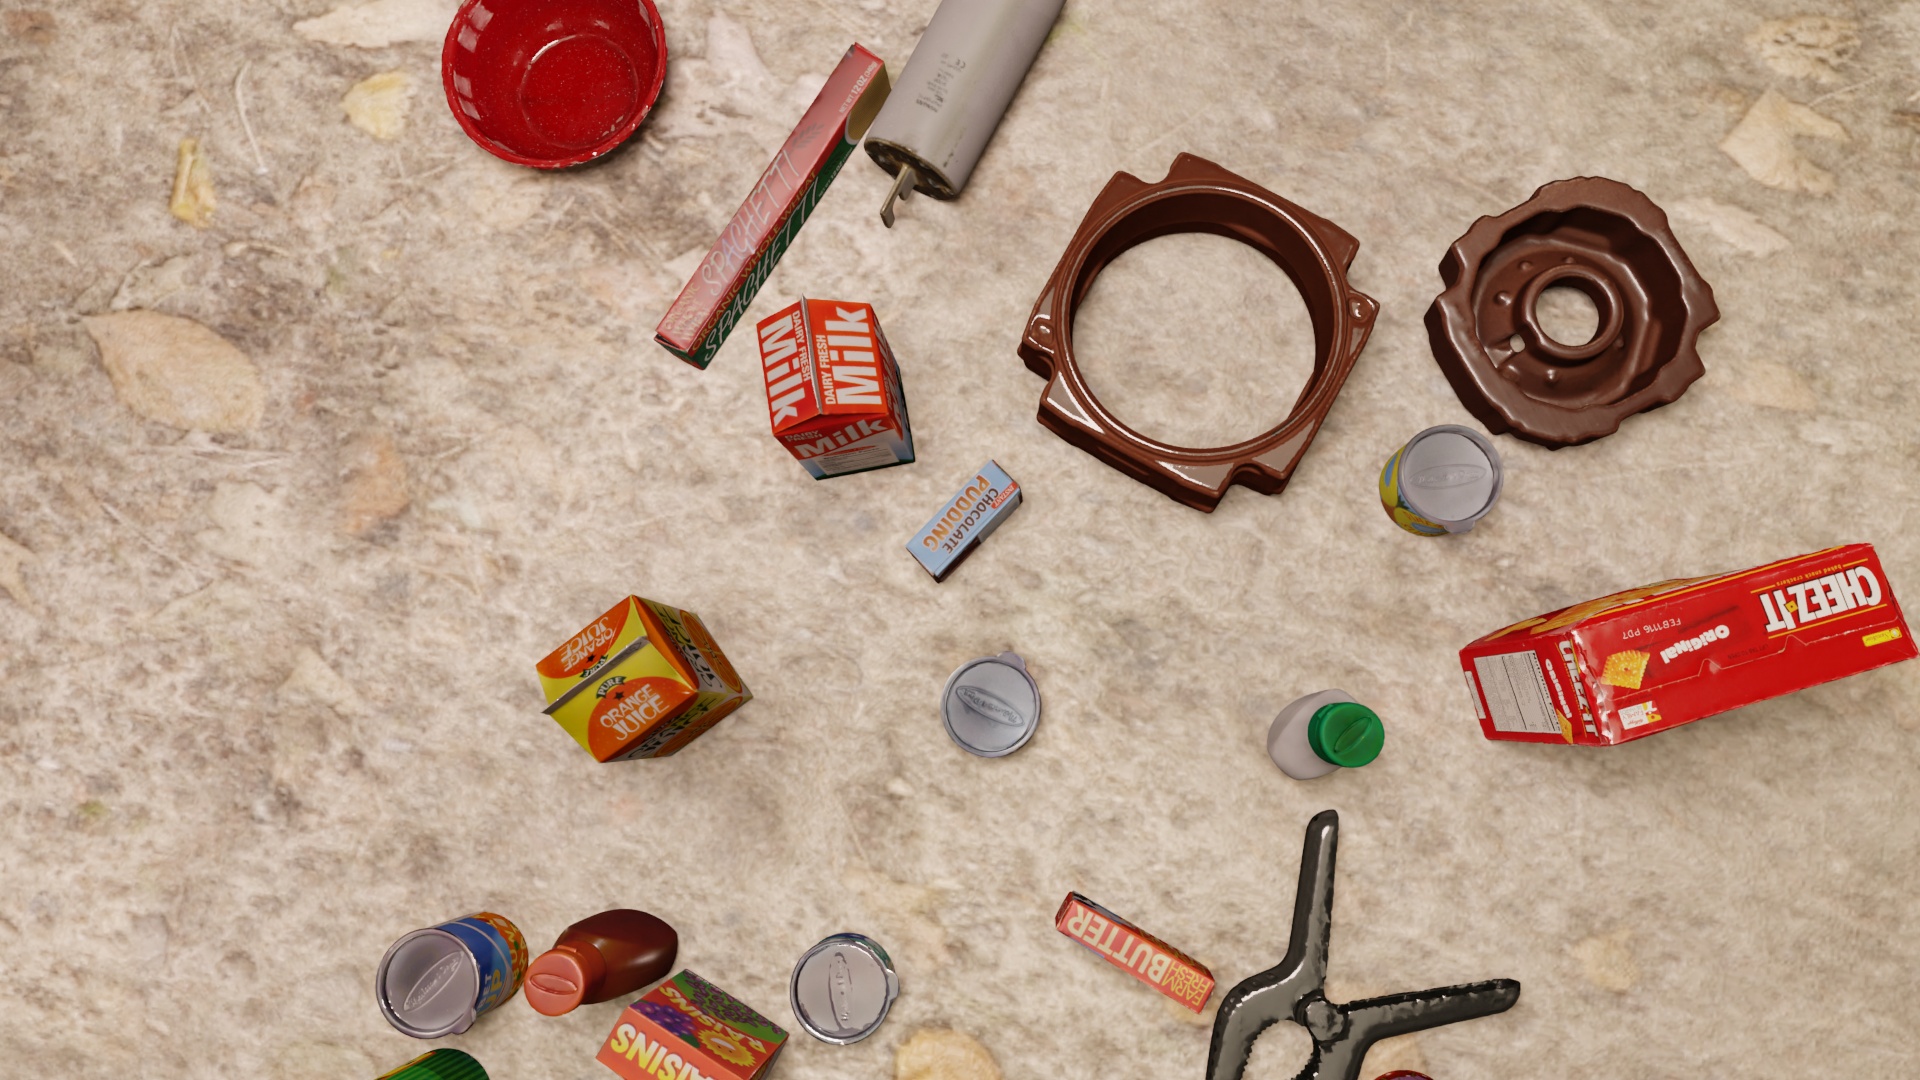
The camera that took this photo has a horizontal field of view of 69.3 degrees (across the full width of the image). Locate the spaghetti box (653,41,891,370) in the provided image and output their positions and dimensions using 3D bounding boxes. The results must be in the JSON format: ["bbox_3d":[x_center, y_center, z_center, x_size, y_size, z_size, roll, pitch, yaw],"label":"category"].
[{"bbox_3d":[-0.129,-0.231,0.971,0.029,0.050,0.250,32,85,8],"label":"spaghetti box"}]

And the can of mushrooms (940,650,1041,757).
[{"bbox_3d":[0.022,0.108,0.919,0.071,0.033,0.071,-1,82,4],"label":"can of mushrooms"}]

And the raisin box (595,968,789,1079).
[{"bbox_3d":[-0.162,0.313,0.857,0.086,0.123,0.040,30,86,8],"label":"raisin box"}]

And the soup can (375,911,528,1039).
[{"bbox_3d":[-0.323,0.280,0.894,0.071,0.083,0.071,-1,82,4],"label":"soup can"}]

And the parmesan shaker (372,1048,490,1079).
[{"bbox_3d":[-0.348,0.366,0.873,0.071,0.103,0.071,-1,82,4],"label":"parmesan shaker"}]

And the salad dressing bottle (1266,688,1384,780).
[{"bbox_3d":[0.223,0.118,0.845,0.064,0.147,0.044,-43,82,-2],"label":"salad dressing bottle"}]

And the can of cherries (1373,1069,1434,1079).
[{"bbox_3d":[0.277,0.364,0.851,0.071,0.058,0.071,-1,82,4],"label":"can of cherries"}]

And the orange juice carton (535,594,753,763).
[{"bbox_3d":[-0.196,0.086,0.857,0.072,0.192,0.073,-36,81,-1],"label":"orange juice carton"}]

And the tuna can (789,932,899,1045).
[{"bbox_3d":[-0.073,0.289,0.900,0.071,0.033,0.071,-1,82,4],"label":"tuna can"}]

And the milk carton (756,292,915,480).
[{"bbox_3d":[-0.078,-0.095,0.876,0.073,0.190,0.072,-10,82,3],"label":"milk carton"}]

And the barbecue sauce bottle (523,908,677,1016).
[{"bbox_3d":[-0.224,0.259,0.857,0.065,0.148,0.043,12,83,6],"label":"barbecue sauce bottle"}]

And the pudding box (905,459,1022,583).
[{"bbox_3d":[0.003,-0.012,0.929,0.030,0.049,0.084,44,87,8],"label":"pudding box"}]

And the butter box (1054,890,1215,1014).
[{"bbox_3d":[0.110,0.259,0.881,0.103,0.053,0.024,29,85,8],"label":"butter box"}]

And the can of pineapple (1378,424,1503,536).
[{"bbox_3d":[0.312,-0.036,0.907,0.071,0.058,0.071,-1,82,4],"label":"can of pineapple"}]
